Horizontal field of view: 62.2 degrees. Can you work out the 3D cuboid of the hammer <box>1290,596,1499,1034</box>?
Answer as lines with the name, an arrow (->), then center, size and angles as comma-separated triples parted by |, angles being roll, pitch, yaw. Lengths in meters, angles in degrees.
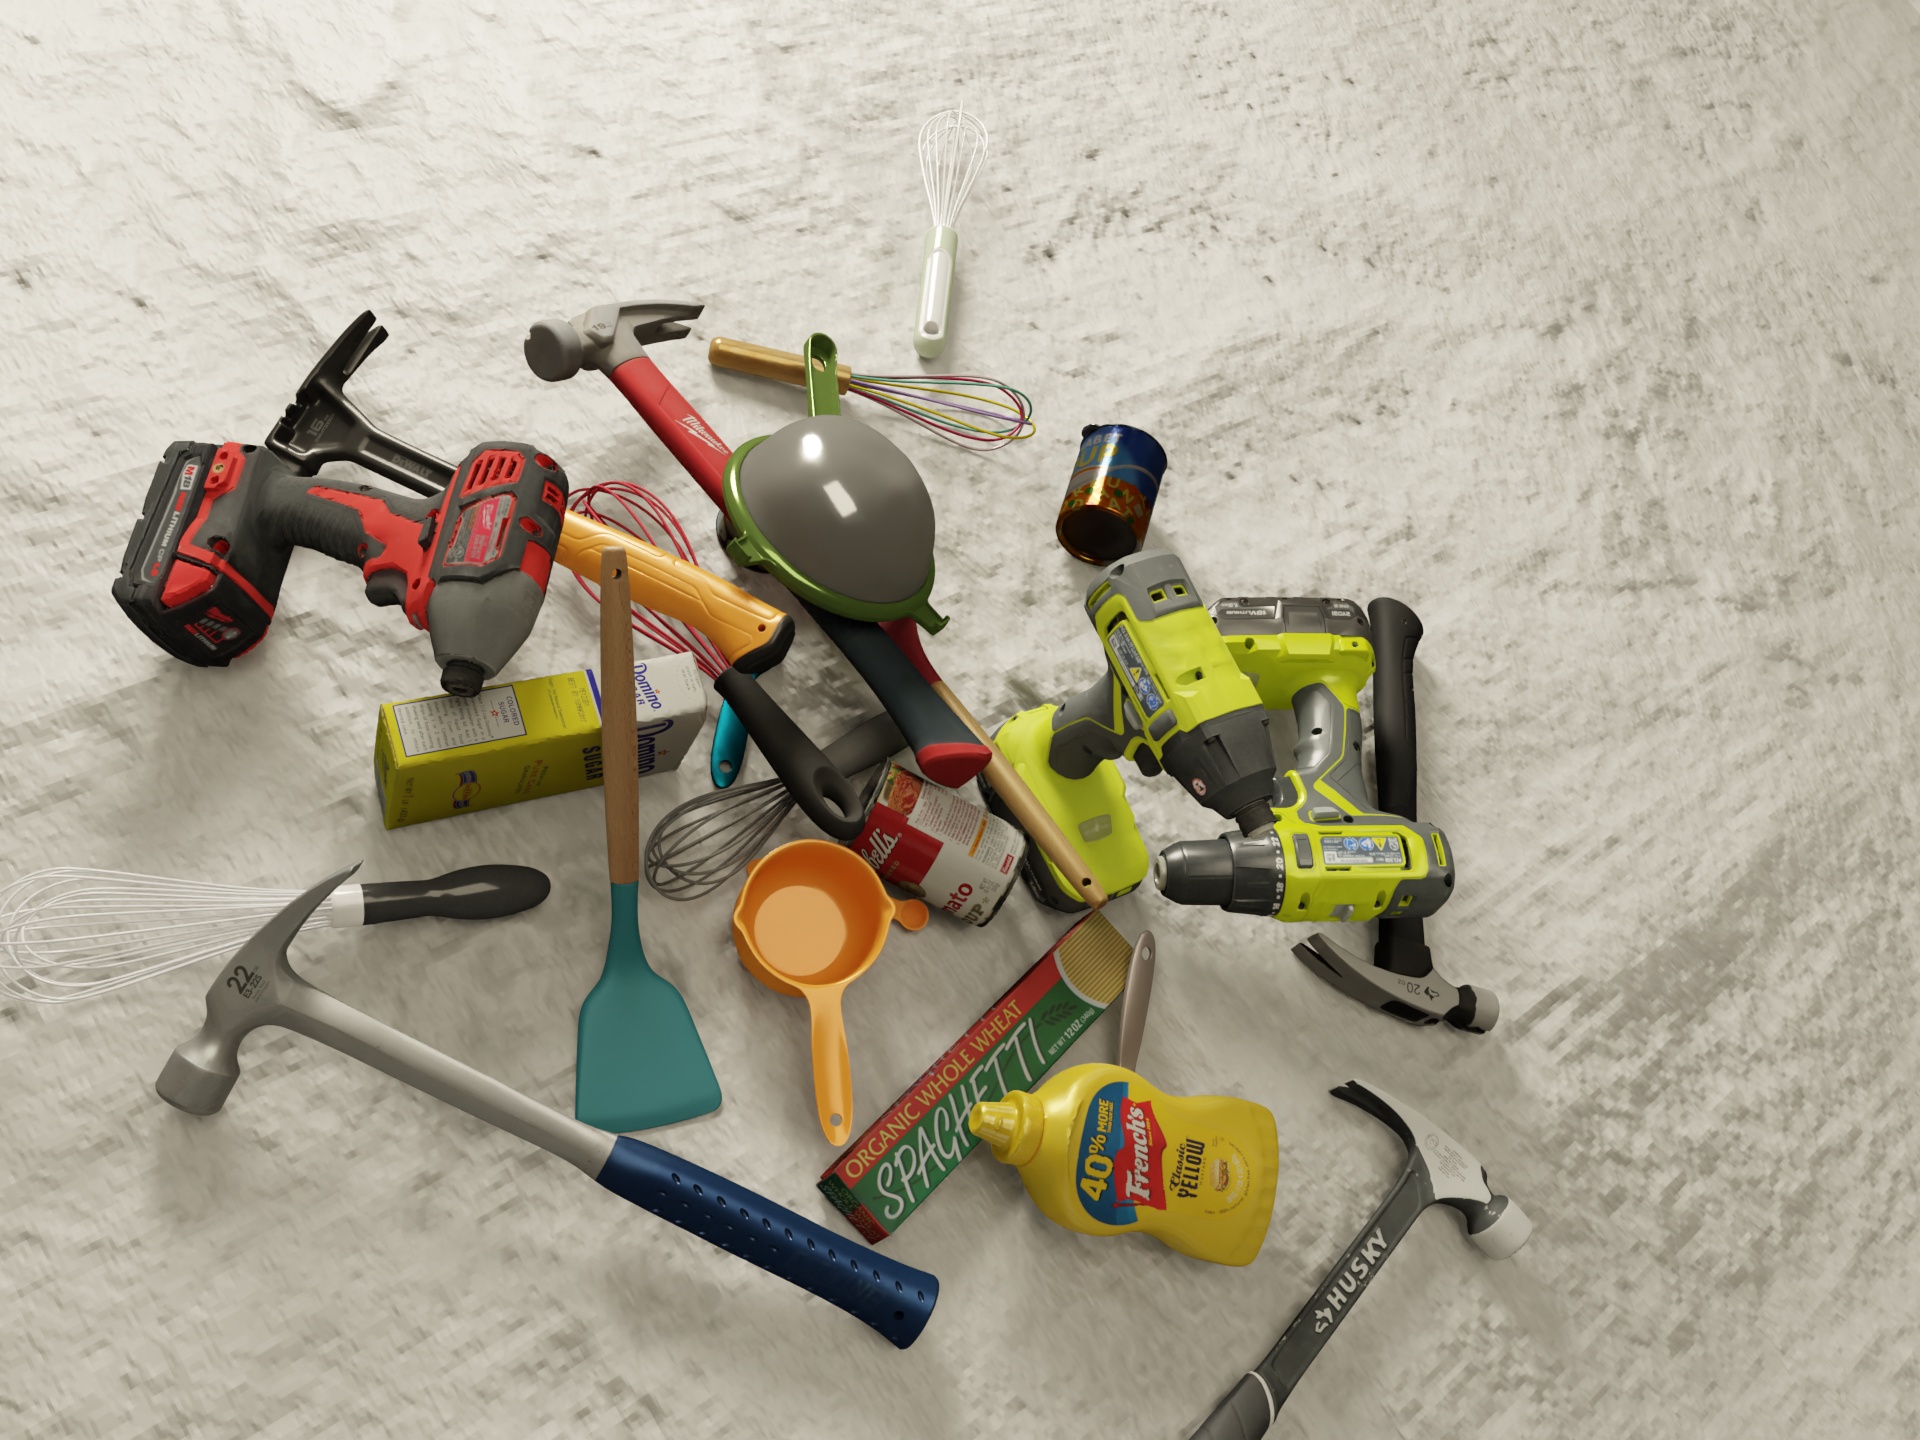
hammer -> 0.312, 0.053, 1.153 | 0.146, 0.035, 0.335 | 17, 58, -15

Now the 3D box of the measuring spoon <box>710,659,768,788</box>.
measuring spoon -> -0.138, -0.016, 1.004 | 0.042, 0.021, 0.129 | 16, 57, -15

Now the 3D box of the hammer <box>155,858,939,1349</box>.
hammer -> -0.191, 0.217, 0.826 | 0.405, 0.035, 0.144 | 30, 87, -11

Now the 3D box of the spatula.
spatula -> -0.180, 0.065, 0.867 | 0.082, 0.044, 0.317 | -5, 101, -25

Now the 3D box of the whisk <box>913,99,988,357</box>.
whisk -> -0.013, -0.385, 1.242 | 0.058, 0.059, 0.246 | 8, 65, -6

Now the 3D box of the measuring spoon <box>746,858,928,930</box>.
measuring spoon -> -0.076, 0.106, 0.975 | 0.117, 0.011, 0.021 | 17, 70, -10

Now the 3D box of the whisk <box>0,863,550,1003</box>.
whisk -> -0.357, 0.100, 0.833 | 0.284, 0.070, 0.070 | -3, 65, -30

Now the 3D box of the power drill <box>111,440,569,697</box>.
power drill -> -0.330, -0.083, 0.866 | 0.219, 0.078, 0.143 | 3, 66, 9

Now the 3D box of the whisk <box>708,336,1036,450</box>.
whisk -> -0.060, -0.239, 1.147 | 0.245, 0.051, 0.047 | 10, 66, -15

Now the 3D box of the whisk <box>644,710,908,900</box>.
whisk -> -0.098, 0.042, 0.979 | 0.239, 0.055, 0.055 | -31, 78, -37

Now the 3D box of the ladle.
ladle -> -0.002, -0.003, 1.010 | 0.069, 0.031, 0.316 | -35, 63, -5

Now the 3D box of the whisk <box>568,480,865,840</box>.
whisk -> -0.151, -0.041, 0.968 | 0.073, 0.073, 0.296 | -29, 69, -32

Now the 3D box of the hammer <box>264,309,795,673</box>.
hammer -> -0.248, -0.123, 0.945 | 0.337, 0.034, 0.127 | 26, 77, 6

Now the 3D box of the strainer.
strainer -> -0.071, -0.178, 1.009 | 0.151, 0.069, 0.257 | 18, 44, -29

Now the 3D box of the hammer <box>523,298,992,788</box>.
hammer -> -0.107, -0.118, 1.008 | 0.386, 0.038, 0.143 | 49, 38, 9

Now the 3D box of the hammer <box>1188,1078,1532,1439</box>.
hammer -> 0.182, 0.376, 0.925 | 0.149, 0.036, 0.409 | 48, 56, 7

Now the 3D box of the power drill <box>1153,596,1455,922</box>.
power drill -> 0.216, 0.030, 1.080 | 0.190, 0.080, 0.229 | 0, 58, -7

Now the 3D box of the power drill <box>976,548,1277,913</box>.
power drill -> 0.101, 0.024, 0.963 | 0.080, 0.223, 0.171 | -16, 71, -29

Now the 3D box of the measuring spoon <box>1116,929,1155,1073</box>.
measuring spoon -> 0.110, 0.191, 0.981 | 0.034, 0.018, 0.124 | 19, 74, -34

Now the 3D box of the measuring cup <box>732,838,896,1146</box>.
measuring cup -> -0.085, 0.158, 0.920 | 0.095, 0.052, 0.174 | -2, 74, -19
